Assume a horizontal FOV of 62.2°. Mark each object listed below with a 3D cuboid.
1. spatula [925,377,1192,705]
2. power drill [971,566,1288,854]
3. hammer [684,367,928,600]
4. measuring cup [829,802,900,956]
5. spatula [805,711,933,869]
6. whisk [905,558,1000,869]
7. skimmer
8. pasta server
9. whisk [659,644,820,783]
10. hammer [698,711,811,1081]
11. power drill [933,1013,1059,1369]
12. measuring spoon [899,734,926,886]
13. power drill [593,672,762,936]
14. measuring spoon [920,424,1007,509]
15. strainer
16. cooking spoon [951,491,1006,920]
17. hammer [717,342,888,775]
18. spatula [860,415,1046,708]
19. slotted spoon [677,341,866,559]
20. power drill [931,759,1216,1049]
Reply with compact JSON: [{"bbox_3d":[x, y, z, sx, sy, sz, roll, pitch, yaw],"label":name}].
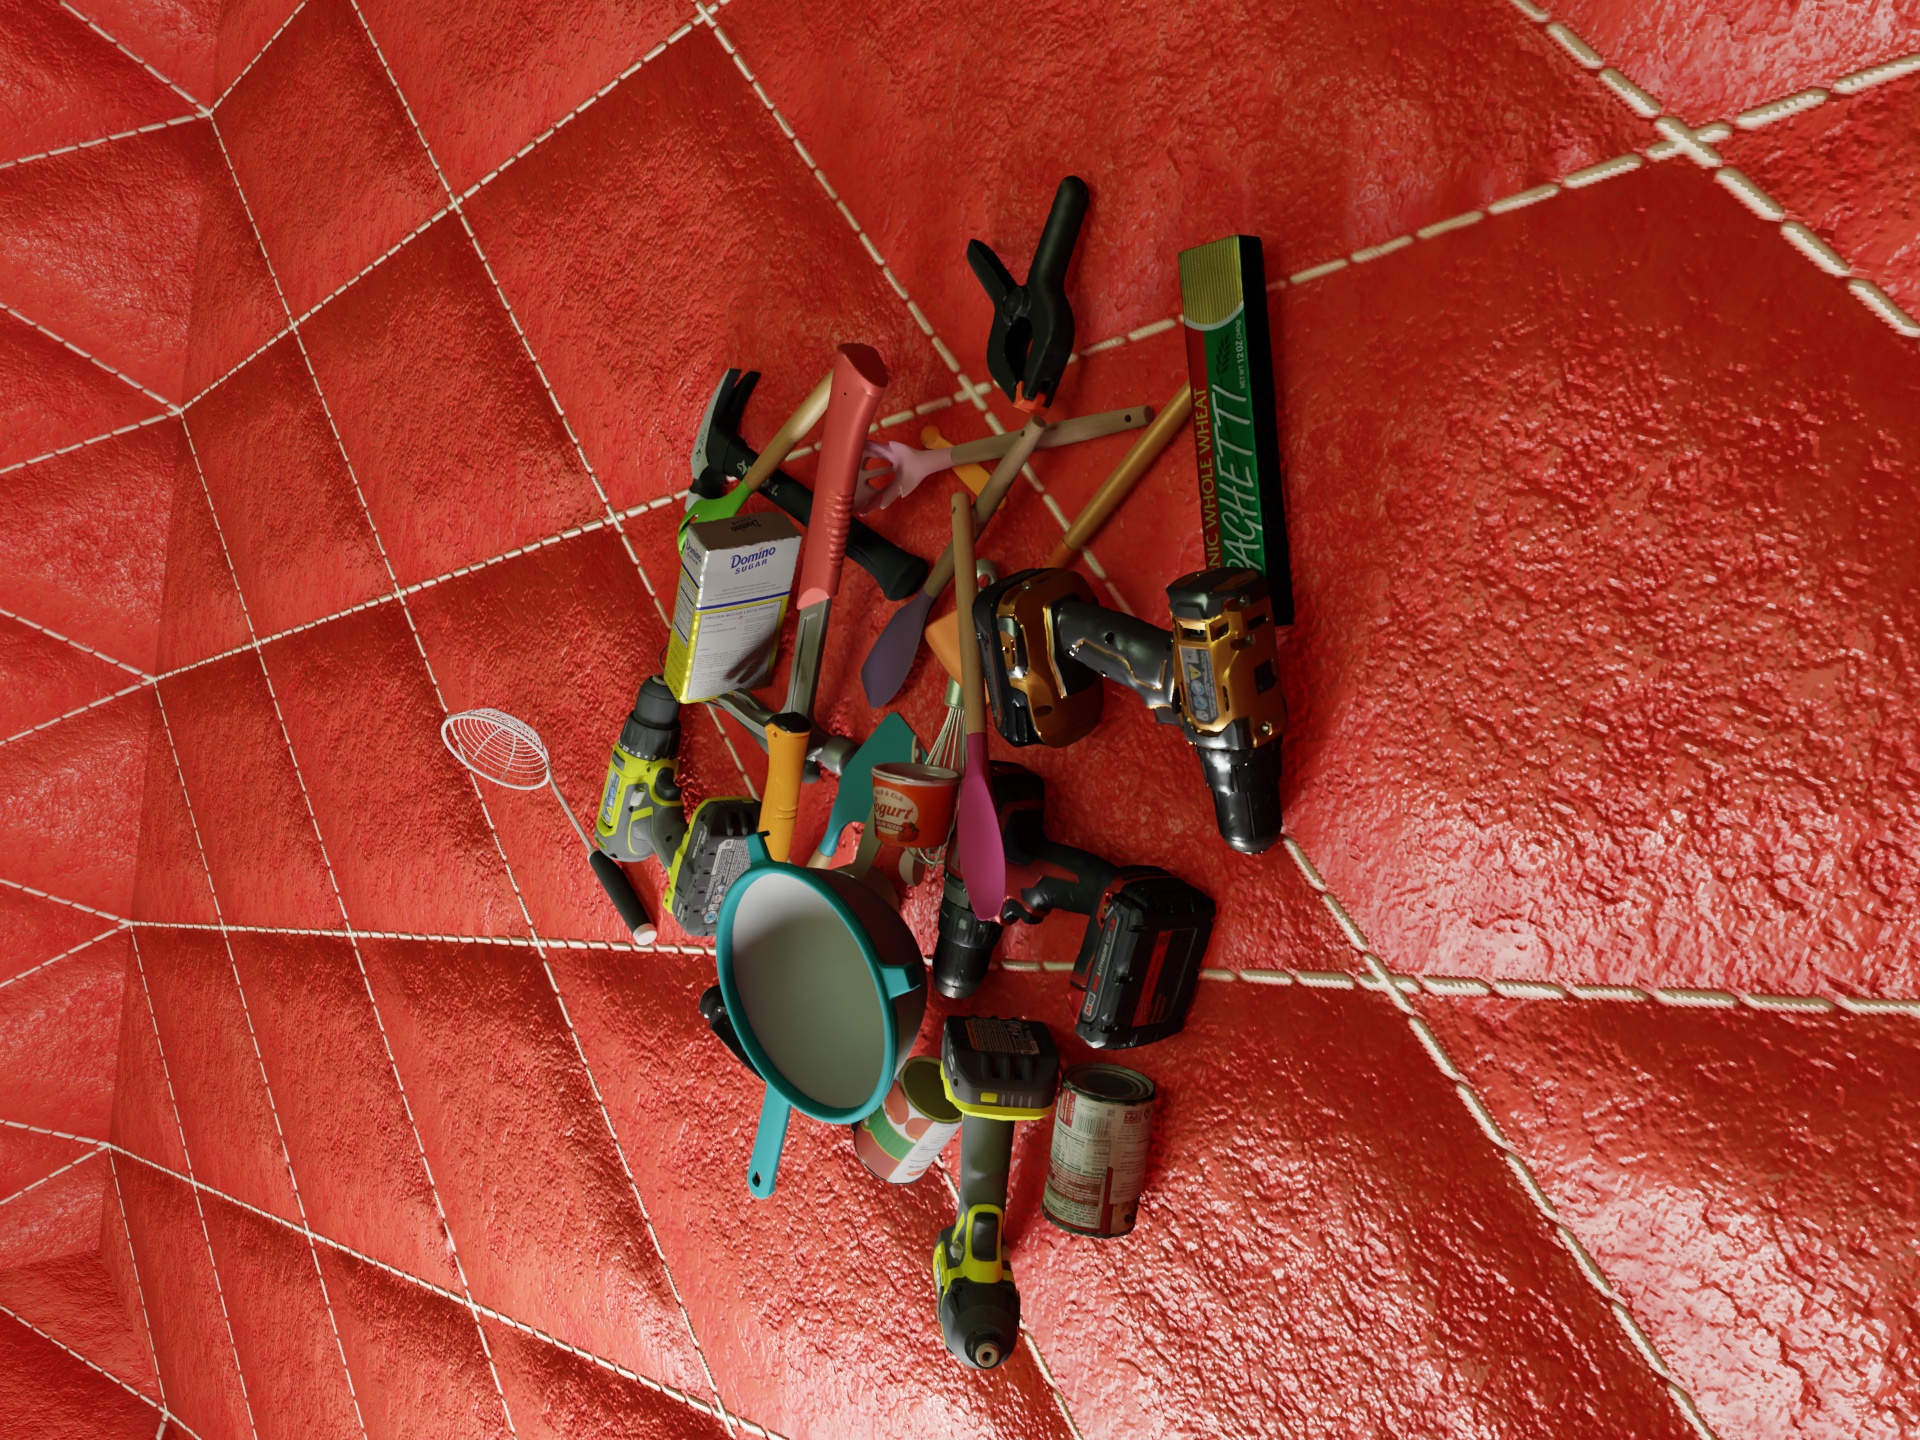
[{"bbox_3d":[0.088,-0.142,1.132,0.081,0.041,0.322,52,126,17],"label":"spatula"},{"bbox_3d":[0.120,-0.013,1.060,0.226,0.084,0.185,10,119,47],"label":"power drill"},{"bbox_3d":[-0.136,-0.193,1.385,0.335,0.035,0.146,37,118,41],"label":"hammer"},{"bbox_3d":[-0.070,0.118,1.305,0.083,0.038,0.167,38,123,29],"label":"measuring cup"},{"bbox_3d":[-0.115,0.128,1.381,0.082,0.044,0.317,56,133,29],"label":"spatula"},{"bbox_3d":[-0.002,-0.004,1.235,0.059,0.057,0.246,-137,57,-78],"label":"whisk"},{"bbox_3d":[-0.440,0.117,1.692,0.364,0.090,0.127,49,158,32],"label":"skimmer"},{"bbox_3d":[0.012,-0.204,1.207,0.316,0.040,0.060,-3,105,44],"label":"pasta server"},{"bbox_3d":[-0.202,-0.010,1.457,0.239,0.055,0.055,39,119,36],"label":"whisk"},{"bbox_3d":[-0.167,0.151,1.386,0.127,0.034,0.336,35,123,42],"label":"hammer"},{"bbox_3d":[0.020,0.338,1.147,0.171,0.080,0.223,-132,47,-84],"label":"power drill"},{"bbox_3d":[-0.040,0.072,1.275,0.018,0.034,0.124,3,100,17],"label":"measuring spoon"},{"bbox_3d":[-0.266,0.080,1.508,0.229,0.080,0.190,38,118,44],"label":"power drill"},{"bbox_3d":[0.001,-0.199,1.249,0.117,0.011,0.021,48,124,36],"label":"measuring spoon"},{"bbox_3d":[-0.109,0.254,1.290,0.211,0.095,0.340,38,128,32],"label":"strainer"},{"bbox_3d":[0.011,-0.015,1.155,0.069,0.017,0.319,151,118,-61],"label":"cooking spoon"},{"bbox_3d":[-0.119,-0.134,1.301,0.149,0.036,0.358,30,124,28],"label":"hammer"},{"bbox_3d":[-0.011,-0.116,1.240,0.315,0.018,0.060,-55,43,41],"label":"spatula"},{"bbox_3d":[-0.170,-0.223,1.377,0.313,0.031,0.070,-40,65,40],"label":"slotted spoon"},{"bbox_3d":[0.062,0.151,1.144,0.227,0.080,0.188,31,113,46],"label":"power drill"}]
